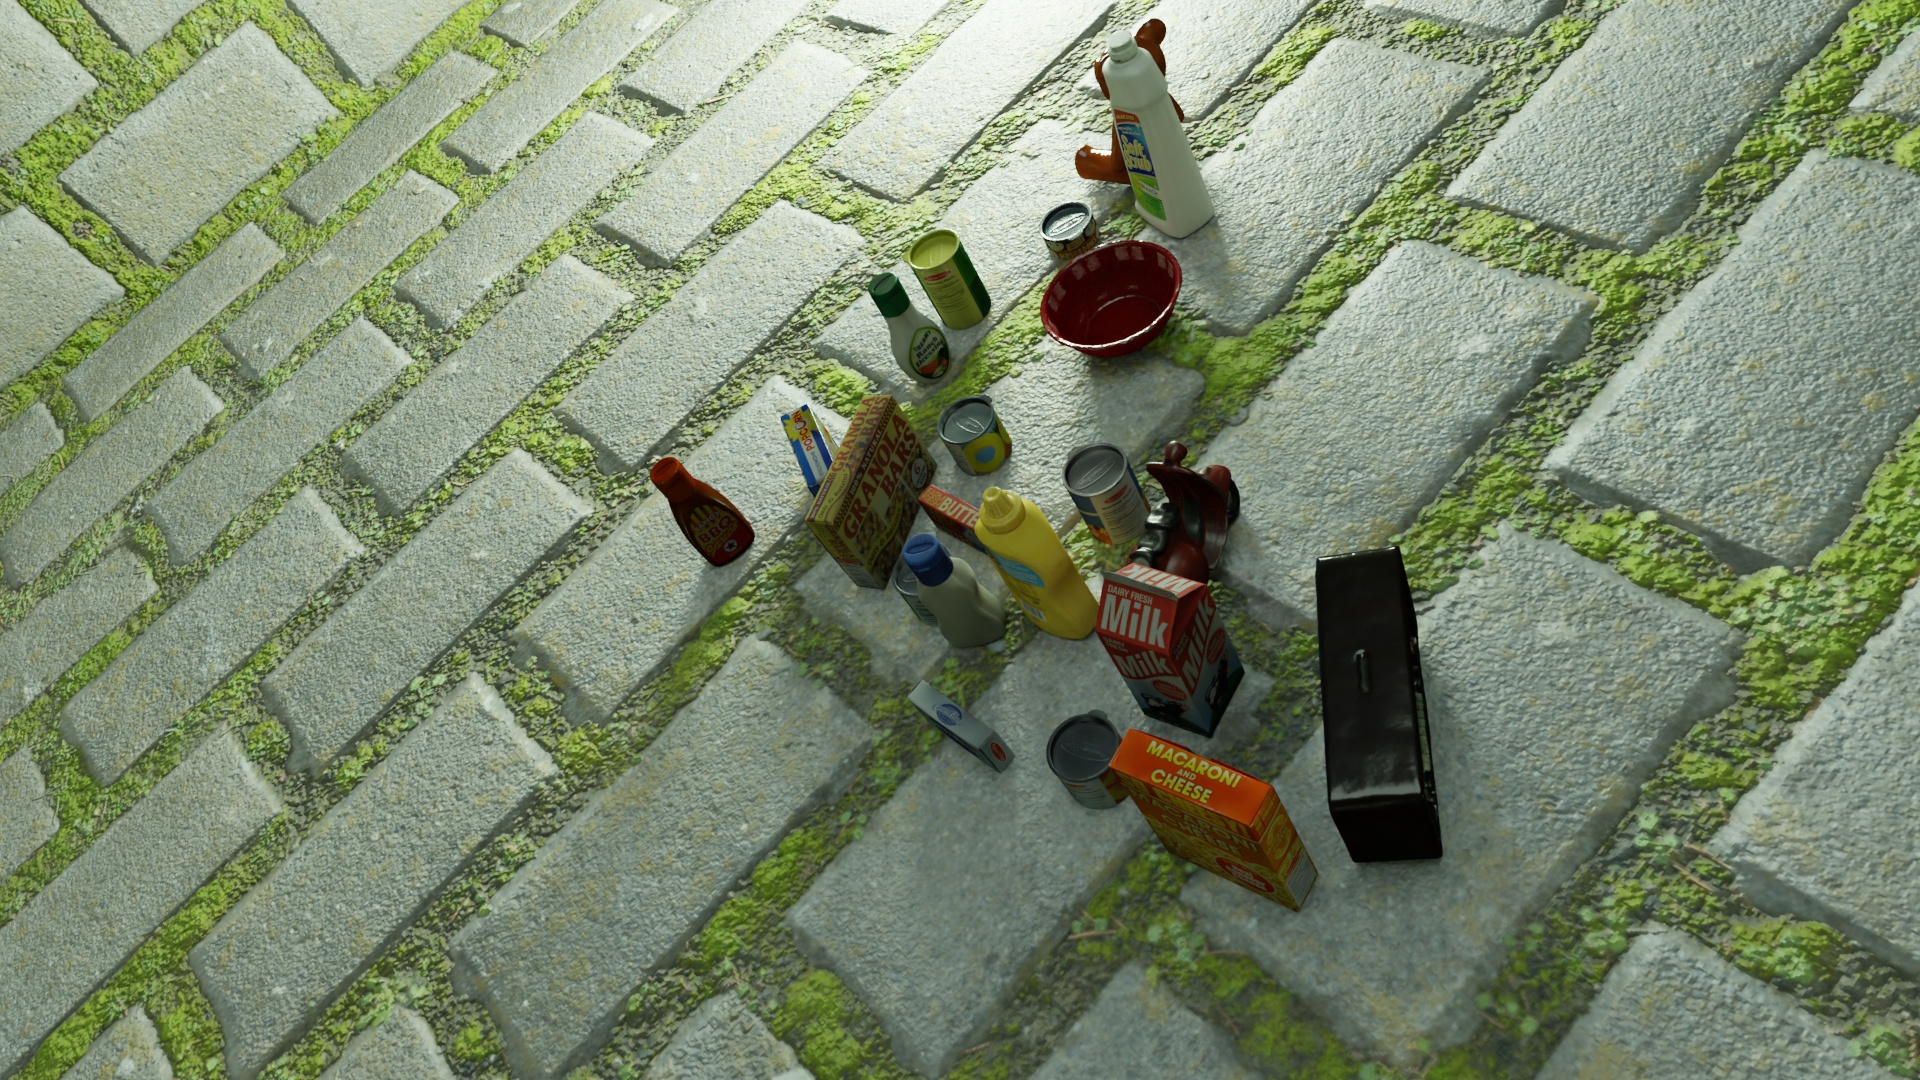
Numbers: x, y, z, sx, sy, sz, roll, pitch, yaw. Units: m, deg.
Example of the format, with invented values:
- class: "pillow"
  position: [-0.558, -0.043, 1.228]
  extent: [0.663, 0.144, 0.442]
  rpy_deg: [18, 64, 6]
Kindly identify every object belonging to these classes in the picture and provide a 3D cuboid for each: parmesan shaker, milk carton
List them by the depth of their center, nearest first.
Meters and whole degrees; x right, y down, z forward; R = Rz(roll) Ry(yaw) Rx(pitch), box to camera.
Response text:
- class: "milk carton"
  position: [0.174, 0.084, 1.172]
  extent: [0.072, 0.190, 0.074]
  rpy_deg: [16, 64, 35]
- class: "parmesan shaker"
  position: [-0.015, -0.305, 1.630]
  extent: [0.071, 0.102, 0.072]
  rpy_deg: [-14, 50, 17]

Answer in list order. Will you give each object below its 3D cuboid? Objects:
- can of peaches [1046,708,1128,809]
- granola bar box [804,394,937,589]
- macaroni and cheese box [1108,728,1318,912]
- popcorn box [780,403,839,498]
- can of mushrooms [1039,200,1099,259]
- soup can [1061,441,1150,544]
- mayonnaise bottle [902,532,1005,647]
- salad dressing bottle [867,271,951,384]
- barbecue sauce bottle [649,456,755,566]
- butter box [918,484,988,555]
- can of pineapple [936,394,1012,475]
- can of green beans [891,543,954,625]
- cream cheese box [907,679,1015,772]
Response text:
- class: "can of peaches"
  position: [0.116, 0.191, 1.209]
  extent: [0.071, 0.058, 0.071]
  rpy_deg: [-14, 50, 17]
- class: "granola bar box"
  position: [-0.091, -0.051, 1.457]
  extent: [0.039, 0.123, 0.166]
  rpy_deg: [4, 57, 30]
- class: "macaroni and cheese box"
  position: [0.197, 0.216, 1.074]
  extent: [0.124, 0.166, 0.040]
  rpy_deg: [19, 66, 36]
- class: "popcorn box"
  position: [-0.151, -0.081, 1.537]
  extent: [0.038, 0.085, 0.127]
  rpy_deg: [-30, 47, 4]
- class: "can of mushrooms"
  position: [0.130, -0.368, 1.652]
  extent: [0.071, 0.033, 0.071]
  rpy_deg: [-14, 50, 17]
- class: "soup can"
  position: [0.143, -0.047, 1.363]
  extent: [0.071, 0.083, 0.072]
  rpy_deg: [-14, 50, 17]
- class: "mayonnaise bottle"
  position: [-0.009, 0.048, 1.322]
  extent: [0.064, 0.147, 0.041]
  rpy_deg: [-15, 50, 17]
- class: "salad dressing bottle"
  position: [-0.059, -0.240, 1.572]
  extent: [0.064, 0.147, 0.044]
  rpy_deg: [-47, 48, -12]
- class: "barbecue sauce bottle"
  position: [-0.287, -0.034, 1.527]
  extent: [0.065, 0.148, 0.044]
  rpy_deg: [-39, 47, -5]
- class: "butter box"
  position: [0.005, -0.018, 1.431]
  extent: [0.103, 0.053, 0.024]
  rpy_deg: [29, 72, 39]
- class: "can of pineapple"
  position: [0.017, -0.113, 1.495]
  extent: [0.071, 0.057, 0.071]
  rpy_deg: [-14, 50, 17]
- class: "can of green beans"
  position: [-0.027, 0.044, 1.396]
  extent: [0.071, 0.057, 0.071]
  rpy_deg: [-14, 50, 17]
- class: "cream cheese box"
  position: [0.000, 0.172, 1.285]
  extent: [0.104, 0.053, 0.024]
  rpy_deg: [30, 73, 40]
